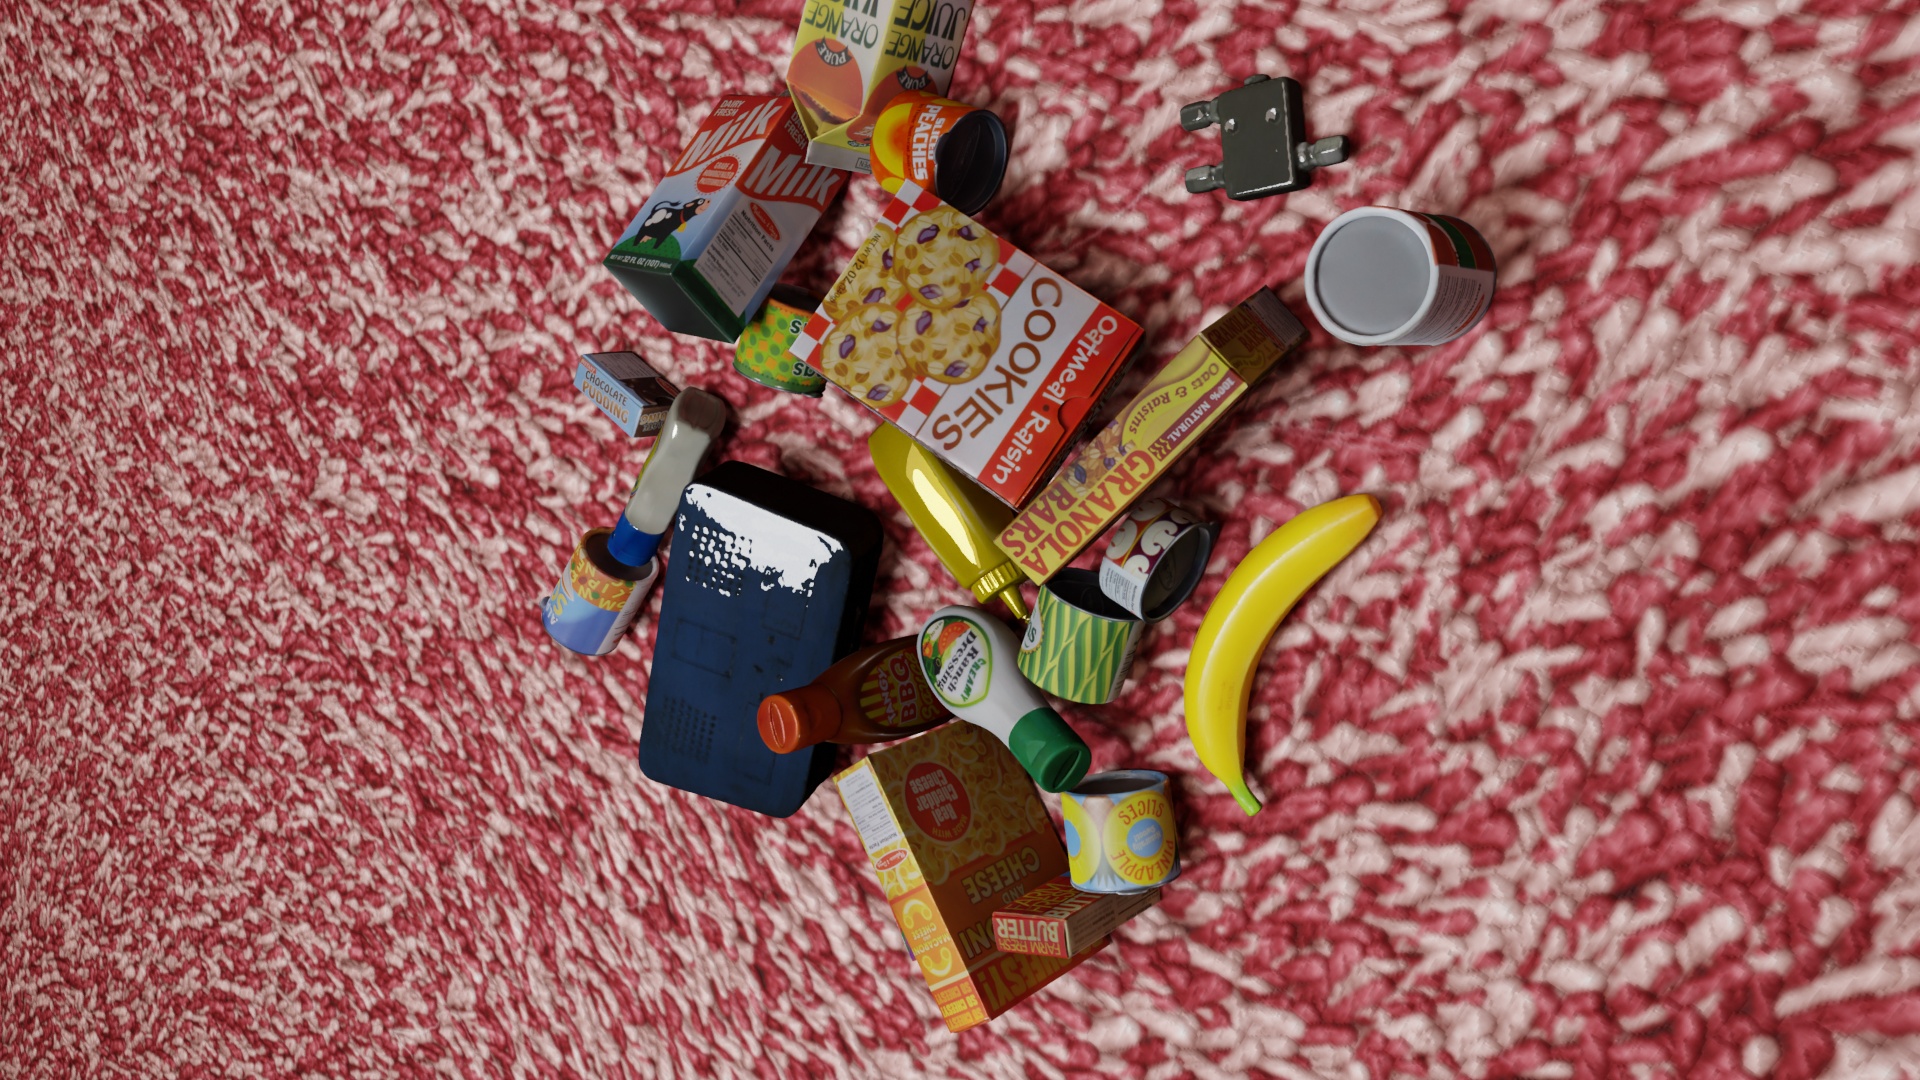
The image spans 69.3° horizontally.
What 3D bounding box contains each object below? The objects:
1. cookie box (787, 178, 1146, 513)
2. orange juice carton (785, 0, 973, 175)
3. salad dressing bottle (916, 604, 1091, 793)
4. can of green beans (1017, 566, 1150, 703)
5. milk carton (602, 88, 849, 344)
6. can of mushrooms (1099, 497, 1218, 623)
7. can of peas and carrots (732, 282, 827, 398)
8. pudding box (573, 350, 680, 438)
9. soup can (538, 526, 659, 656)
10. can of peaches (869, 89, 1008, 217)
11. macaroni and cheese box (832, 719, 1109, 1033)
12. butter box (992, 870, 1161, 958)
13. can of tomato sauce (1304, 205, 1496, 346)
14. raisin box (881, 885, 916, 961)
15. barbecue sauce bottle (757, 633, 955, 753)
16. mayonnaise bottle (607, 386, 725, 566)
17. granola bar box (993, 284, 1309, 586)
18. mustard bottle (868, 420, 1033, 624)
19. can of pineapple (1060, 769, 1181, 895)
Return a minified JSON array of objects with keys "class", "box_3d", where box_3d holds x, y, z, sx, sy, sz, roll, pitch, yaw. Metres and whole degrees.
[{"class":"cookie box","box_3d":[0.004,-0.111,0.797,0.167,0.040,0.123,35,92,15]},{"class":"orange juice carton","box_3d":[-0.047,-0.323,0.863,0.073,0.072,0.191,32,115,31]},{"class":"salad dressing bottle","box_3d":[0.026,0.096,0.852,0.064,0.044,0.148,-59,42,12]},{"class":"can of green beans","box_3d":[0.073,0.056,0.825,0.071,0.071,0.057,30,114,31]},{"class":"milk carton","box_3d":[-0.142,-0.229,0.917,0.072,0.073,0.191,16,68,38]},{"class":"can of mushrooms","box_3d":[0.113,0.010,0.789,0.033,0.071,0.070,34,116,31]},{"class":"can of peas and carrots","box_3d":[-0.115,-0.137,0.945,0.071,0.071,0.058,31,114,31]},{"class":"pudding box","box_3d":[-0.252,-0.113,1.067,0.084,0.050,0.030,39,120,28]},{"class":"soup can","box_3d":[-0.288,0.039,1.104,0.071,0.071,0.083,48,122,23]},{"class":"can of peaches","box_3d":[-0.015,-0.238,0.850,0.058,0.071,0.071,29,113,33]},{"class":"macaroni and cheese box","box_3d":[0.008,0.199,0.858,0.040,0.124,0.166,-37,74,39]},{"class":"butter box","box_3d":[0.070,0.217,0.825,0.053,0.104,0.024,-6,93,39]},{"class":"can of tomato sauce","box_3d":[0.213,-0.129,0.678,0.071,0.083,0.071,6,100,37]},{"class":"raisin box","box_3d":[-0.017,0.210,0.934,0.086,0.040,0.123,-32,75,36]},{"class":"barbecue sauce bottle","box_3d":[-0.064,0.101,0.885,0.043,0.149,0.065,-14,88,39]},{"class":"mayonnaise bottle","box_3d":[-0.224,-0.043,1.049,0.041,0.065,0.147,26,122,-14]},{"class":"granola bar box","box_3d":[0.104,-0.056,0.746,0.039,0.125,0.164,47,123,4]},{"class":"mustard bottle","box_3d":[0.003,-0.011,0.873,0.048,0.065,0.160,-38,77,31]},{"class":"can of pineapple","box_3d":[0.095,0.171,0.822,0.071,0.071,0.058,-6,92,39]}]
